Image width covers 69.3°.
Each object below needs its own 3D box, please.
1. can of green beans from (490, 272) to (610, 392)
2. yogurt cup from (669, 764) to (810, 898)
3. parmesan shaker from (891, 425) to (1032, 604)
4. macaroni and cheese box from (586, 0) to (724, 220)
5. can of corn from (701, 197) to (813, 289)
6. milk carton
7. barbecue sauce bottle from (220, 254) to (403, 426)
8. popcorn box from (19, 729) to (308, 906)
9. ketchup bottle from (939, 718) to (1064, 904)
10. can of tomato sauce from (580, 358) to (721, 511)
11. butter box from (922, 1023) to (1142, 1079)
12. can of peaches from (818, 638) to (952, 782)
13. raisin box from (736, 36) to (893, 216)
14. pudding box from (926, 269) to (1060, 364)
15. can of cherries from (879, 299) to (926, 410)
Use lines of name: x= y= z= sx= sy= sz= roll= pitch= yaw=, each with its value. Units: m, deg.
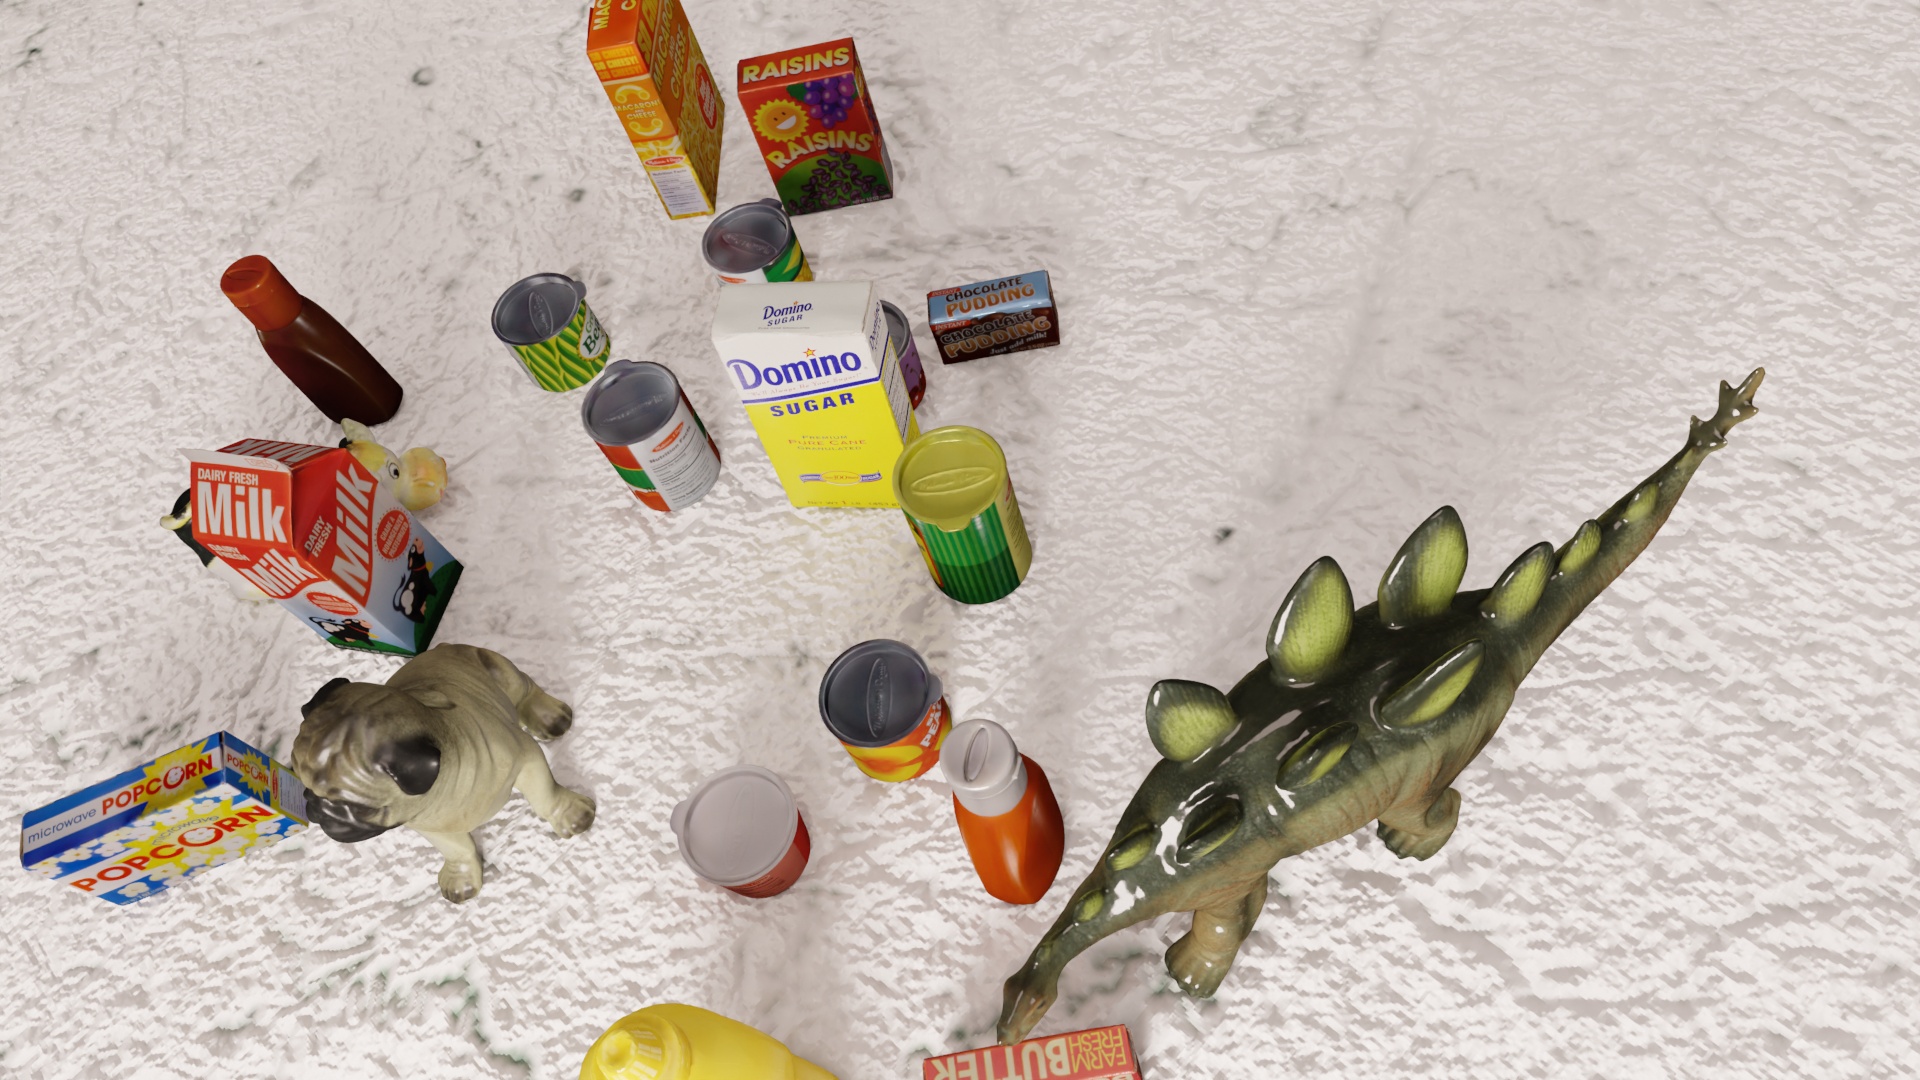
can of green beans: x=-0.293 y=-0.149 z=0.999 sx=0.071 sy=0.057 sz=0.071 roll=-5 pitch=59 yaw=9
yogurt cup: x=-0.117 y=0.166 z=0.774 sx=0.072 sy=0.053 sz=0.073 roll=-5 pitch=59 yaw=9
parmesan shaker: x=0.003 y=-0.010 z=0.825 sx=0.071 sy=0.102 sz=0.071 roll=-5 pitch=59 yaw=9
macaroni and cheese box: x=-0.224 y=-0.343 z=1.036 sx=0.040 sy=0.165 sz=0.124 roll=-7 pitch=59 yaw=8
can of corn: x=-0.143 y=-0.200 z=0.997 sx=0.071 sy=0.058 sz=0.071 roll=-5 pitch=59 yaw=9
milk carton: x=-0.393 y=-0.002 z=0.853 sx=0.072 sy=0.189 sz=0.074 roll=6 pitch=61 yaw=16
barbecue sauce bottle: x=-0.456 y=-0.138 z=0.974 sx=0.065 sy=0.148 sz=0.044 roll=4 pitch=61 yaw=15
popcorn box: x=-0.473 y=0.168 z=0.831 sx=0.127 sy=0.085 sz=0.038 roll=-23 pitch=58 yaw=-2
ketchup bottle: x=0.022 y=0.135 z=0.706 sx=0.043 sy=0.148 sz=0.065 roll=7 pitch=62 yaw=16
can of tomato sauce: x=-0.203 y=-0.068 z=0.916 sx=0.071 sy=0.082 sz=0.071 roll=-5 pitch=59 yaw=9
butter box: x=0.037 y=0.262 z=0.683 sx=0.103 sy=0.053 sz=0.024 roll=-12 pitch=58 yaw=5
can of peaches: x=-0.039 y=0.098 z=0.795 sx=0.071 sy=0.057 sz=0.071 roll=-5 pitch=59 yaw=9
raisin box: x=-0.103 y=-0.298 z=1.008 sx=0.086 sy=0.123 sz=0.040 roll=-8 pitch=59 yaw=8
pudding box: x=0.023 y=-0.150 z=0.936 sx=0.084 sy=0.049 sz=0.030 roll=-9 pitch=58 yaw=7
can of cherries: x=-0.059 y=-0.120 z=0.931 sx=0.071 sy=0.058 sz=0.072 roll=-5 pitch=59 yaw=9
